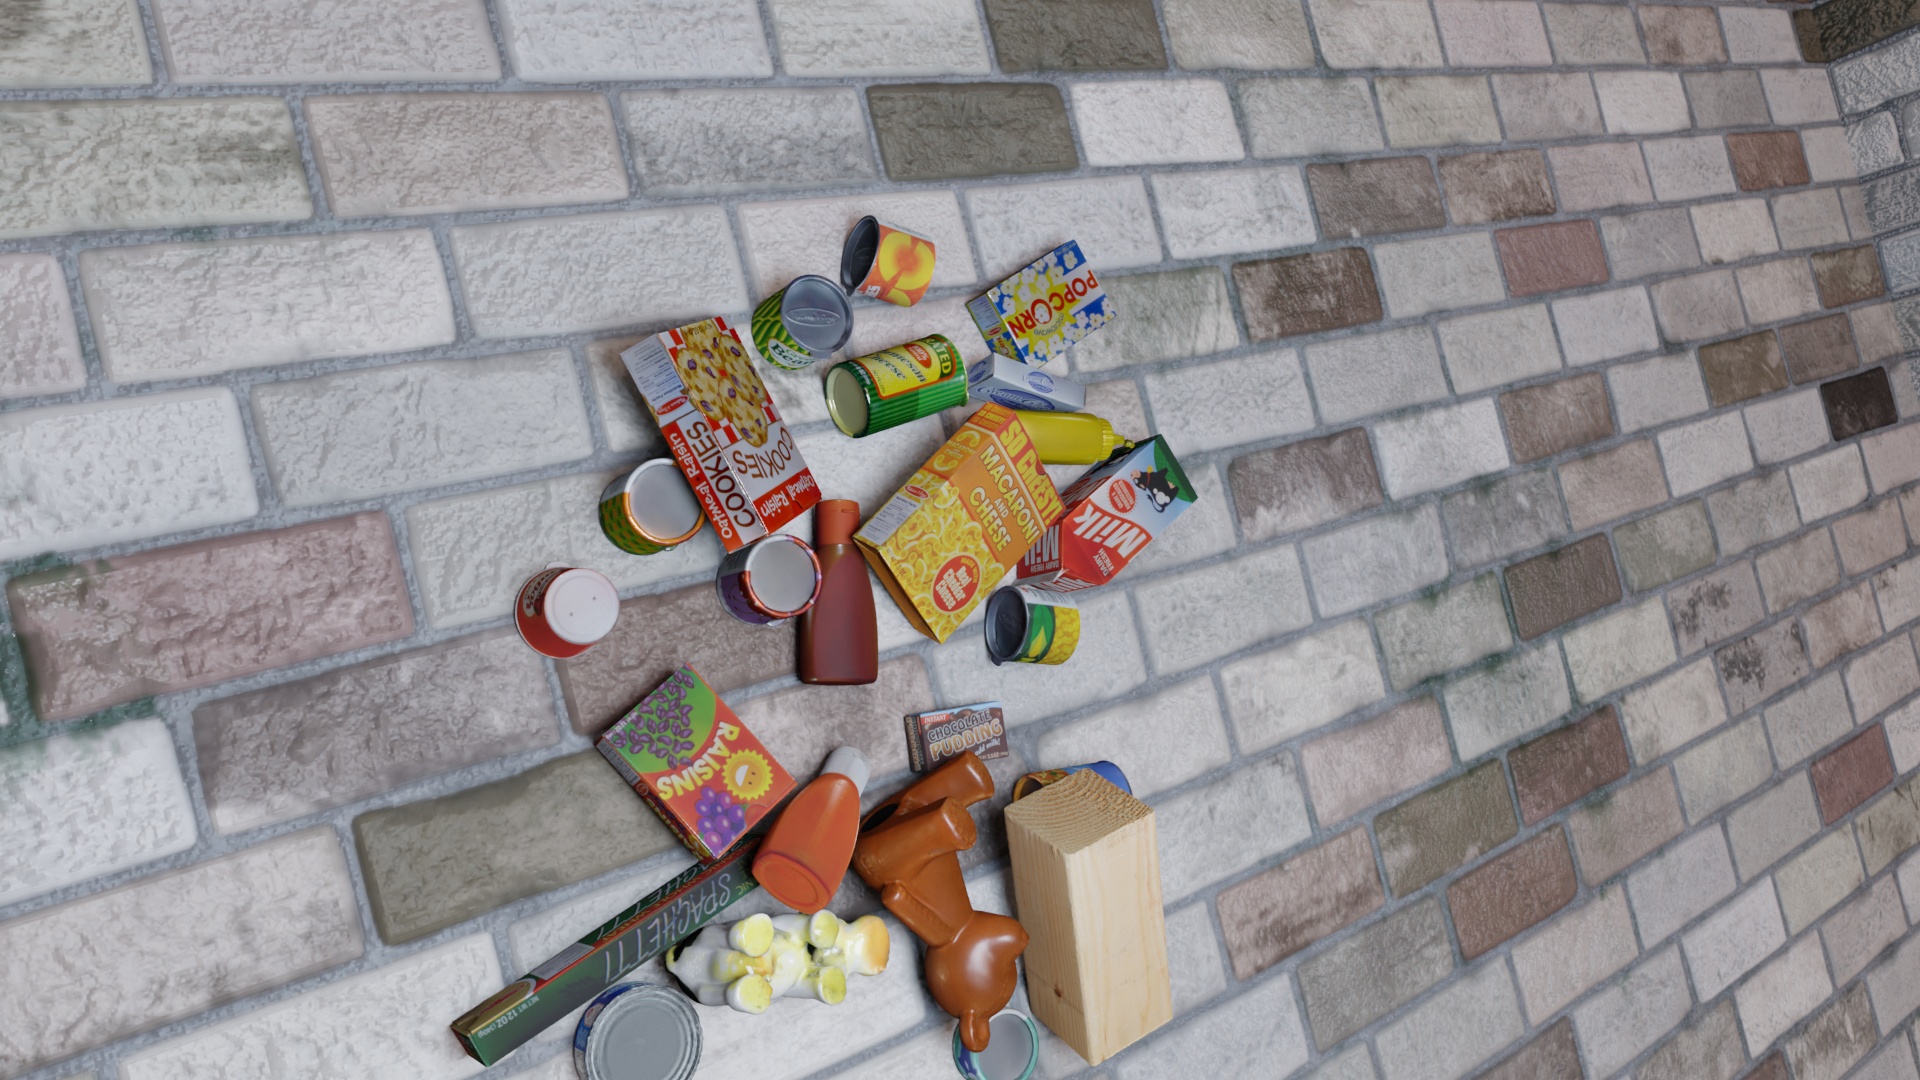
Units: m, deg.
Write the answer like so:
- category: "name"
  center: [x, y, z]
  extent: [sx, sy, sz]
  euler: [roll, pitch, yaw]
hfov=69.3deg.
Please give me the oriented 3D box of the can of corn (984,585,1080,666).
- category: "can of corn"
  center: [0.062, 0.077, 1.210]
  extent: [0.058, 0.071, 0.071]
  euler: [8, 77, -32]

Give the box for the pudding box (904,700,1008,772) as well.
- category: "pudding box"
  center: [-0.003, 0.165, 1.172]
  extent: [0.084, 0.030, 0.049]
  euler: [-4, 82, -34]

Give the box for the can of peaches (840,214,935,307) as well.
- category: "can of peaches"
  center: [-0.062, -0.236, 1.189]
  extent: [0.058, 0.071, 0.071]
  euler: [12, 75, -31]

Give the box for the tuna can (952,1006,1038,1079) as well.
- category: "tuna can"
  center: [0.030, 0.419, 1.144]
  extent: [0.071, 0.032, 0.071]
  euler: [7, 77, -32]

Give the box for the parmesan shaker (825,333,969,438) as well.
- category: "parmesan shaker"
  center: [-0.053, -0.129, 1.171]
  extent: [0.103, 0.071, 0.071]
  euler: [-22, 94, -34]

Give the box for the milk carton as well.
- category: "milk carton"
  center: [0.123, -0.013, 1.262]
  extent: [0.191, 0.072, 0.073]
  euler: [-39, 103, -32]

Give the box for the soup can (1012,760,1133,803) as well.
- category: "soup can"
  center: [0.095, 0.227, 1.205]
  extent: [0.084, 0.071, 0.071]
  euler: [-3, 83, -32]

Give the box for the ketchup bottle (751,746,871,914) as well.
- category: "ketchup bottle"
  center: [-0.104, 0.211, 1.049]
  extent: [0.064, 0.043, 0.149]
  euler: [38, 29, -6]

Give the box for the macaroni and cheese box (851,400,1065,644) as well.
- category: "macaroni and cheese box"
  center: [0.004, -0.014, 1.155]
  extent: [0.167, 0.040, 0.123]
  euler: [-46, 132, -17]

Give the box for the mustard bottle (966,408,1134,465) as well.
- category: "mustard bottle"
  center: [0.085, -0.092, 1.248]
  extent: [0.160, 0.065, 0.049]
  euler: [0, 91, -25]

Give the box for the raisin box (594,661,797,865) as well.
- category: "raisin box"
  center: [-0.195, 0.165, 1.026]
  extent: [0.123, 0.040, 0.086]
  euler: [48, 57, -1]

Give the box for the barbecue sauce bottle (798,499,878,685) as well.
- category: "barbecue sauce bottle"
  center: [-0.099, 0.042, 1.126]
  extent: [0.065, 0.043, 0.148]
  euler: [6, 78, -34]

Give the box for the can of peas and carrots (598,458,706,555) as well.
- category: "can of peas and carrots"
  center: [-0.229, -0.023, 1.044]
  extent: [0.071, 0.058, 0.071]
  euler: [6, 78, -31]

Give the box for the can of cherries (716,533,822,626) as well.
- category: "can of cherries"
  center: [-0.147, 0.033, 1.087]
  extent: [0.071, 0.058, 0.071]
  euler: [7, 77, -31]

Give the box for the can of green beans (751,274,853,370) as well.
- category: "can of green beans"
  center: [-0.130, -0.178, 1.138]
  extent: [0.071, 0.057, 0.071]
  euler: [7, 78, -32]

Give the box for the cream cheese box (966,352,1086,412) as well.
- category: "cream cheese box"
  center: [0.057, -0.136, 1.253]
  extent: [0.104, 0.053, 0.024]
  euler: [16, 69, -30]

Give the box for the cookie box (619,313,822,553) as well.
- category: "cookie box"
  center: [-0.177, -0.085, 1.062]
  extent: [0.167, 0.040, 0.123]
  euler: [63, 20, -7]

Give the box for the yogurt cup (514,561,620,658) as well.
- category: "yogurt cup"
  center: [-0.280, 0.050, 1.001]
  extent: [0.072, 0.054, 0.072]
  euler: [6, 79, -32]

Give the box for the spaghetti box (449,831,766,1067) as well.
- category: "spaghetti box"
  center: [-0.236, 0.284, 0.988]
  extent: [0.251, 0.050, 0.028]
  euler: [-29, 99, -33]

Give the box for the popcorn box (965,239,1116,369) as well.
- category: "popcorn box"
  center: [0.077, -0.214, 1.290]
  extent: [0.127, 0.038, 0.085]
  euler: [-36, 102, -32]
